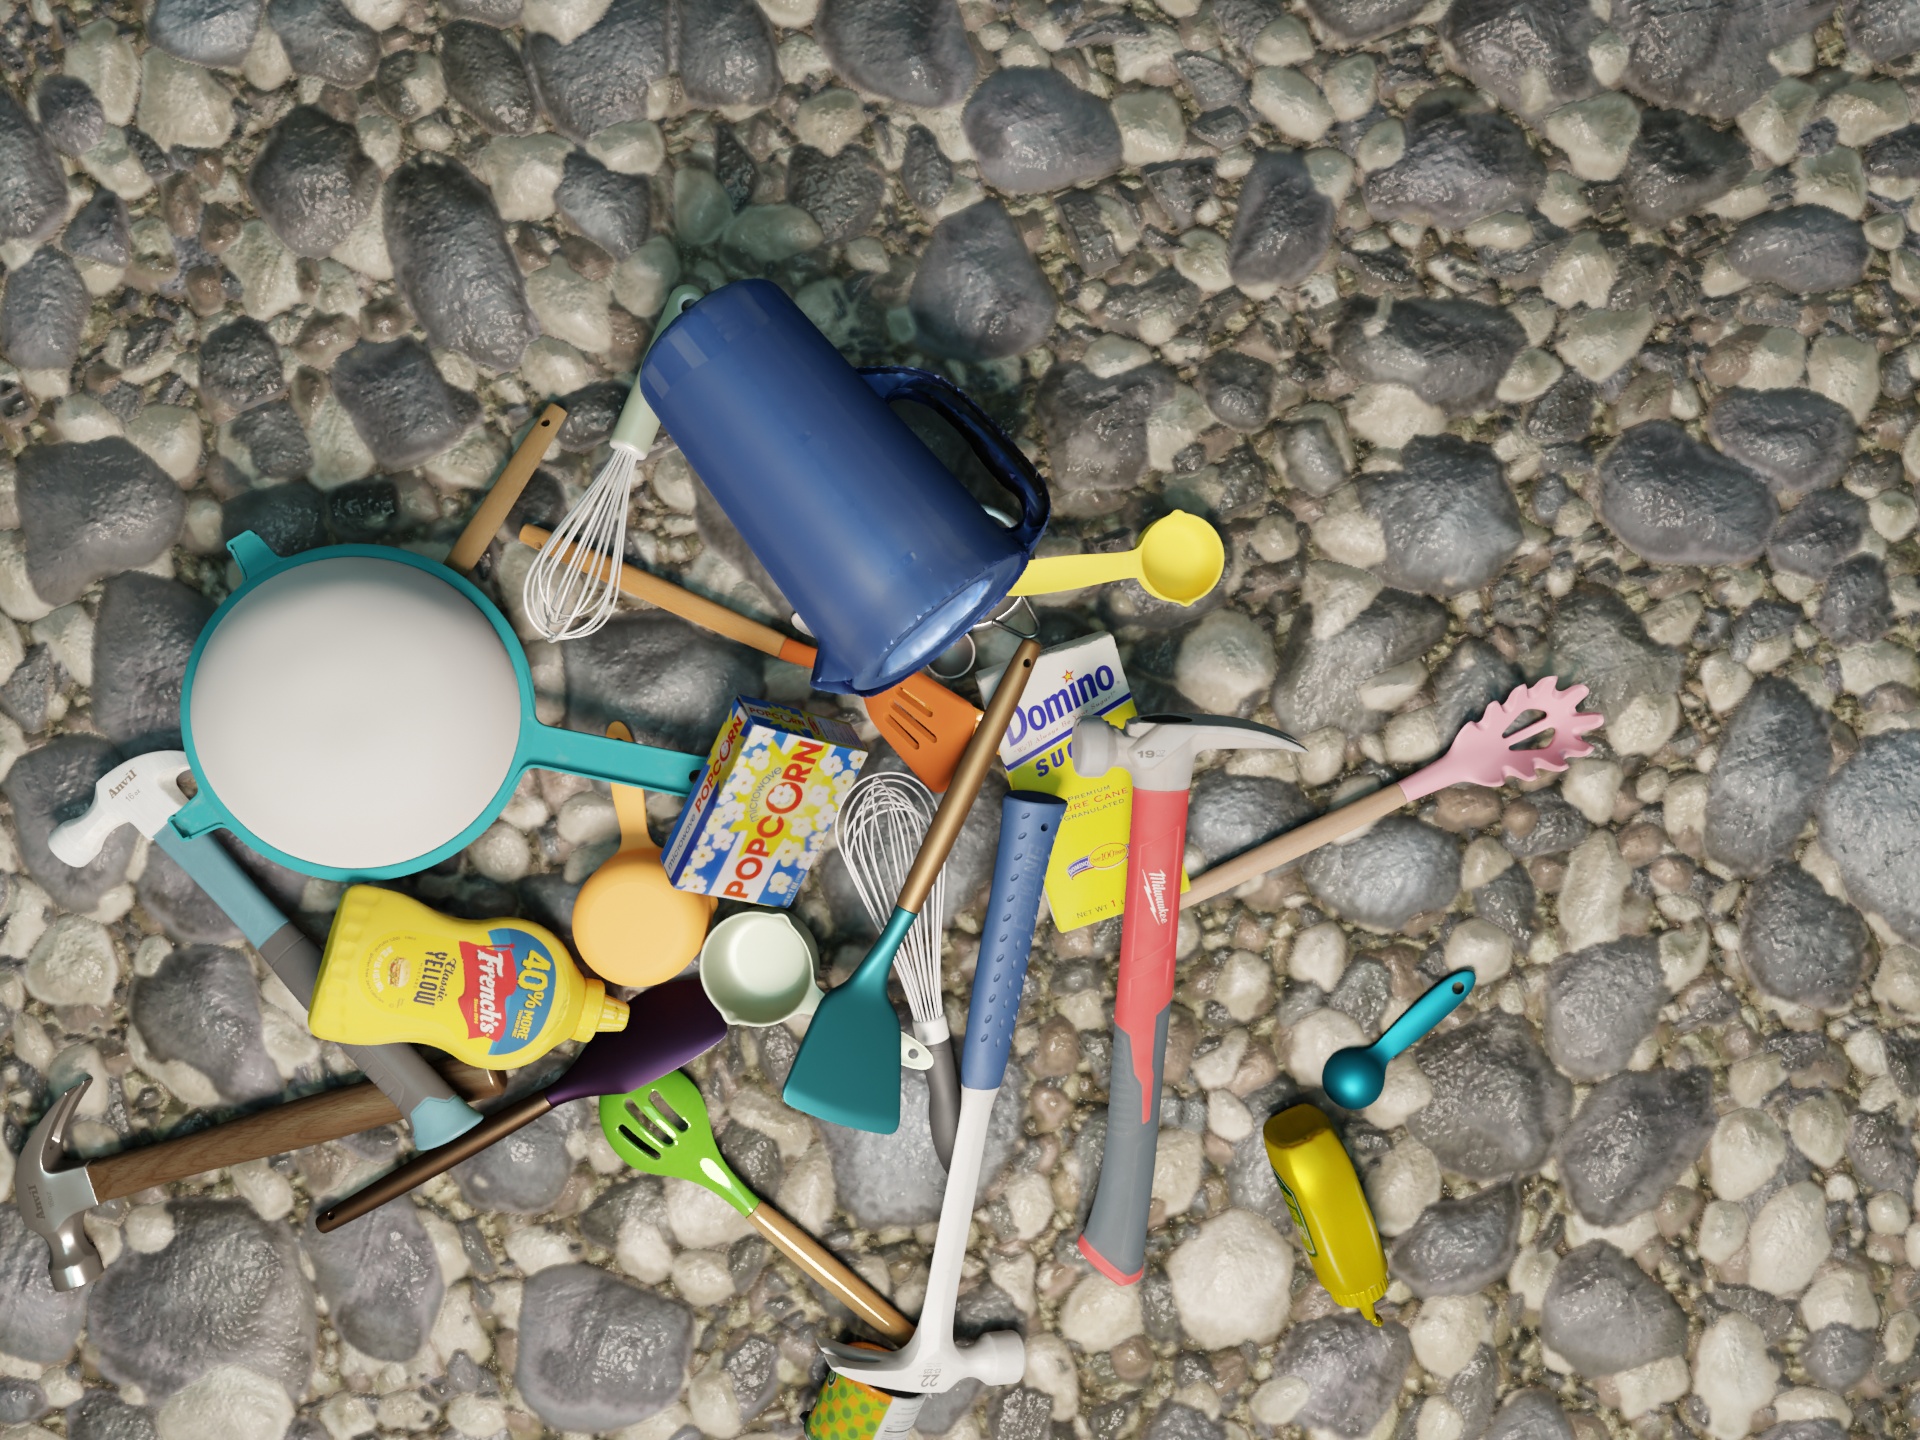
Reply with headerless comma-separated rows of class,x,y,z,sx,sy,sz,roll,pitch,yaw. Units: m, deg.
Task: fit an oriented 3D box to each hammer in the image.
hammer,0.132,0.185,1.021,0.143,0.038,0.386,1,105,-7
hammer,0.006,0.243,1.016,0.144,0.035,0.405,6,100,-25
hammer,-0.466,0.273,1.060,0.331,0.031,0.130,-16,95,1
hammer,-0.436,0.151,1.032,0.128,0.033,0.331,-44,87,1

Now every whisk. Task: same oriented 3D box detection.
whisk,-0.213,-0.163,1.005,0.057,0.059,0.246,25,82,-29
whisk,-0.027,0.172,1.044,0.070,0.070,0.284,-11,99,1

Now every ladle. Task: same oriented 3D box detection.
ladle,-0.343,-0.066,1.033,0.078,0.062,0.320,31,87,4

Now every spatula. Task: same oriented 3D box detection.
spatula,-0.140,-0.053,1.027,0.322,0.041,0.081,24,131,1
spatula,-0.296,0.262,1.063,0.316,0.018,0.060,-30,63,4
spatula,-0.017,0.097,0.981,0.082,0.044,0.317,24,91,-24

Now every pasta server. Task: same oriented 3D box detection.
pasta server,0.266,0.059,1.042,0.316,0.040,0.060,-26,83,3

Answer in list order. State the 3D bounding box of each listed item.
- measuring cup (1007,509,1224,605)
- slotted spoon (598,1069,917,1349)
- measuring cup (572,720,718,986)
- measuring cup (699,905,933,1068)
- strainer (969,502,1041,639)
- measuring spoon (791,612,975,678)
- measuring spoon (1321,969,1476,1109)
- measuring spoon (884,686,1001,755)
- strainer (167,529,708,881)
measuring cup,0.091,-0.098,1.021,0.156,0.029,0.062,-8,96,-8
slotted spoon,-0.119,0.343,1.071,0.313,0.031,0.070,42,91,-5
measuring cup,-0.215,0.089,1.034,0.095,0.052,0.173,-8,97,0
measuring cup,-0.090,0.180,1.042,0.167,0.038,0.083,28,99,3
strainer,-0.040,-0.147,1.023,0.087,0.050,0.258,-42,91,15
measuring spoon,-0.050,-0.055,1.045,0.124,0.018,0.034,13,98,5
measuring spoon,0.297,0.213,1.062,0.128,0.021,0.042,-43,94,4
measuring spoon,-0.002,-0.003,1.051,0.117,0.011,0.021,28,91,-6
strainer,-0.305,0.008,0.964,0.340,0.095,0.211,12,88,-9
